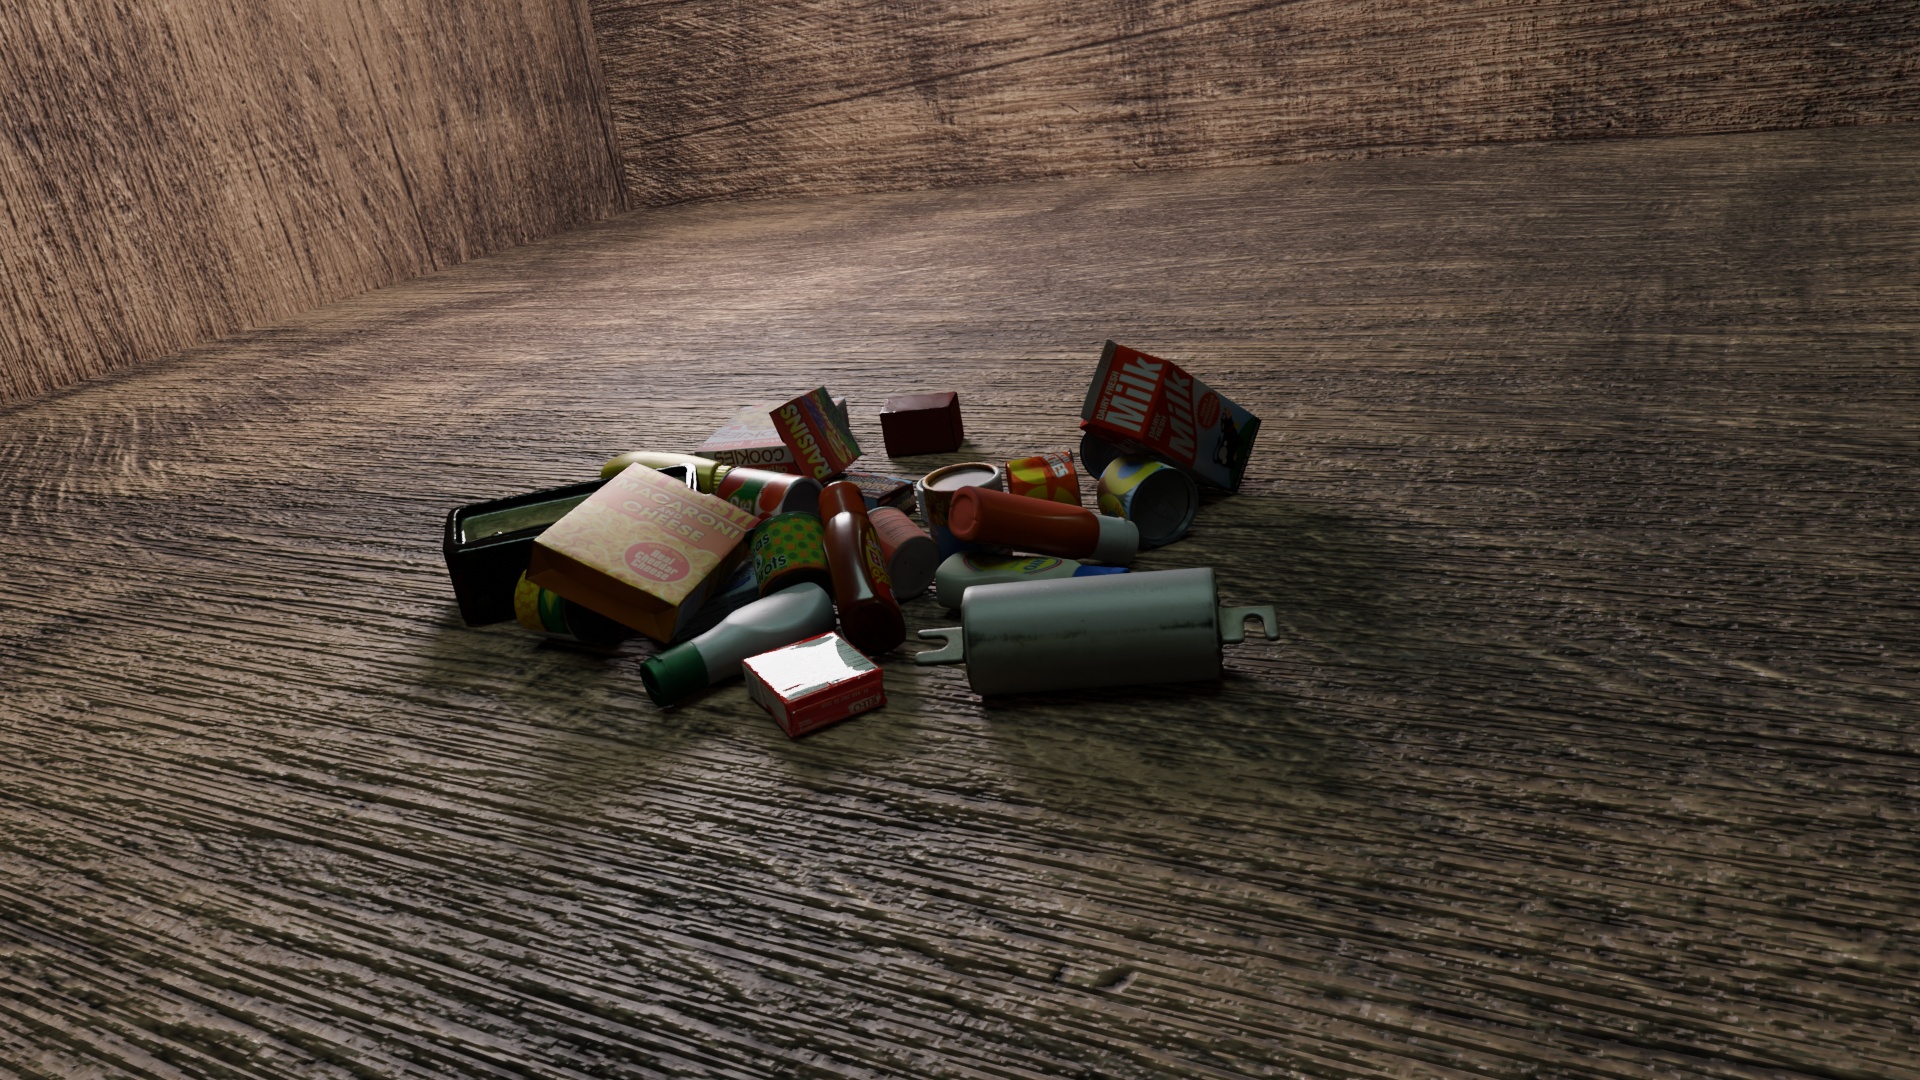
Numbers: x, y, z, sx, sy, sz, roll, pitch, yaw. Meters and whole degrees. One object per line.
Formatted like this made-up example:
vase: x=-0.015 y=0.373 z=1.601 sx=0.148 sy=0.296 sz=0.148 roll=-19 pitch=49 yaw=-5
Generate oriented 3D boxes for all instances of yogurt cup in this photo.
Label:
yogurt cup: x=-0.053 y=0.013 z=1.126 sx=0.073 sy=0.072 sz=0.054 roll=-22 pitch=33 yaw=-31

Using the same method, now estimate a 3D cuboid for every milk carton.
milk carton: x=0.171 y=-0.107 z=1.192 sx=0.190 sy=0.072 sz=0.073 roll=21 pitch=-4 yaw=-44

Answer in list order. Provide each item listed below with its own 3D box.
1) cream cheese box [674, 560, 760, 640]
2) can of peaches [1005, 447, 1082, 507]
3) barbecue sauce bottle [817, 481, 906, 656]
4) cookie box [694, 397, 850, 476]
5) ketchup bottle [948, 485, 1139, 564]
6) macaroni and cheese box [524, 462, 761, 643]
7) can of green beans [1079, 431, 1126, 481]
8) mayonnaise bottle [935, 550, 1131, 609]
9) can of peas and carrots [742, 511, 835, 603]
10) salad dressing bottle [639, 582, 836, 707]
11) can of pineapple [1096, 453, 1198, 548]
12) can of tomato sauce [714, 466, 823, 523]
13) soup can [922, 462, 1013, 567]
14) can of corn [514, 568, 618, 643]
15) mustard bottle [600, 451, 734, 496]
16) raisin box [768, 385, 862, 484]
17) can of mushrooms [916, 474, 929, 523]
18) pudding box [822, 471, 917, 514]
cream cheese box: x=-0.200 y=0.049 z=1.143 sx=0.104 sy=0.024 sz=0.053 roll=-22 pitch=26 yaw=-29
can of peaches: x=0.072 y=-0.043 z=1.205 sx=0.058 sy=0.071 sz=0.071 roll=-10 pitch=22 yaw=0
barbecue sauce bottle: x=-0.080 y=0.016 z=1.061 sx=0.043 sy=0.064 sz=0.149 roll=-25 pitch=45 yaw=5
cookie box: x=-0.202 y=-0.109 z=1.514 sx=0.123 sy=0.040 sz=0.168 roll=-4 pitch=21 yaw=12
ketchup bottle: x=0.068 y=-0.010 z=1.090 sx=0.149 sy=0.043 sz=0.065 roll=9 pitch=9 yaw=-24
macaroni and cheese box: x=-0.248 y=0.005 z=1.114 sx=0.124 sy=0.040 sz=0.167 roll=24 pitch=29 yaw=4
can of green beans: x=0.148 y=-0.092 z=1.304 sx=0.071 sy=0.071 sz=0.058 roll=-3 pitch=22 yaw=13
mayonnaise bottle: x=0.058 y=0.034 z=1.057 sx=0.148 sy=0.041 sz=0.065 roll=3 pitch=18 yaw=29
can of peas and carrots: x=-0.134 y=0.019 z=1.106 sx=0.071 sy=0.070 sz=0.059 roll=-12 pitch=52 yaw=-9
salad dressing bottle: x=-0.164 y=0.078 z=1.033 sx=0.148 sy=0.043 sz=0.064 roll=-24 pitch=28 yaw=-31
can of pineapple: x=0.154 y=-0.034 z=1.159 sx=0.071 sy=0.070 sz=0.058 roll=-17 pitch=22 yaw=-20
can of tomato sauce: x=-0.174 y=-0.029 z=1.271 sx=0.083 sy=0.071 sz=0.071 roll=9 pitch=28 yaw=36
soup can: x=0.004 y=-0.014 z=1.141 sx=0.071 sy=0.083 sz=0.071 roll=-8 pitch=21 yaw=3
can of corn: x=-0.319 y=0.046 z=1.132 sx=0.058 sy=0.071 sz=0.071 roll=3 pitch=25 yaw=30
mustard bottle: x=-0.273 y=-0.054 z=1.378 sx=0.160 sy=0.065 sz=0.049 roll=2 pitch=29 yaw=11
raisin box: x=-0.143 y=-0.105 z=1.381 sx=0.040 sy=0.086 sz=0.123 roll=-28 pitch=8 yaw=9
can of mushrooms: x=-0.005 y=-0.041 z=1.280 sx=0.071 sy=0.033 sz=0.071 roll=-8 pitch=21 yaw=3
pudding box: x=-0.087 y=-0.040 z=1.311 sx=0.084 sy=0.030 sz=0.050 roll=12 pitch=29 yaw=42
